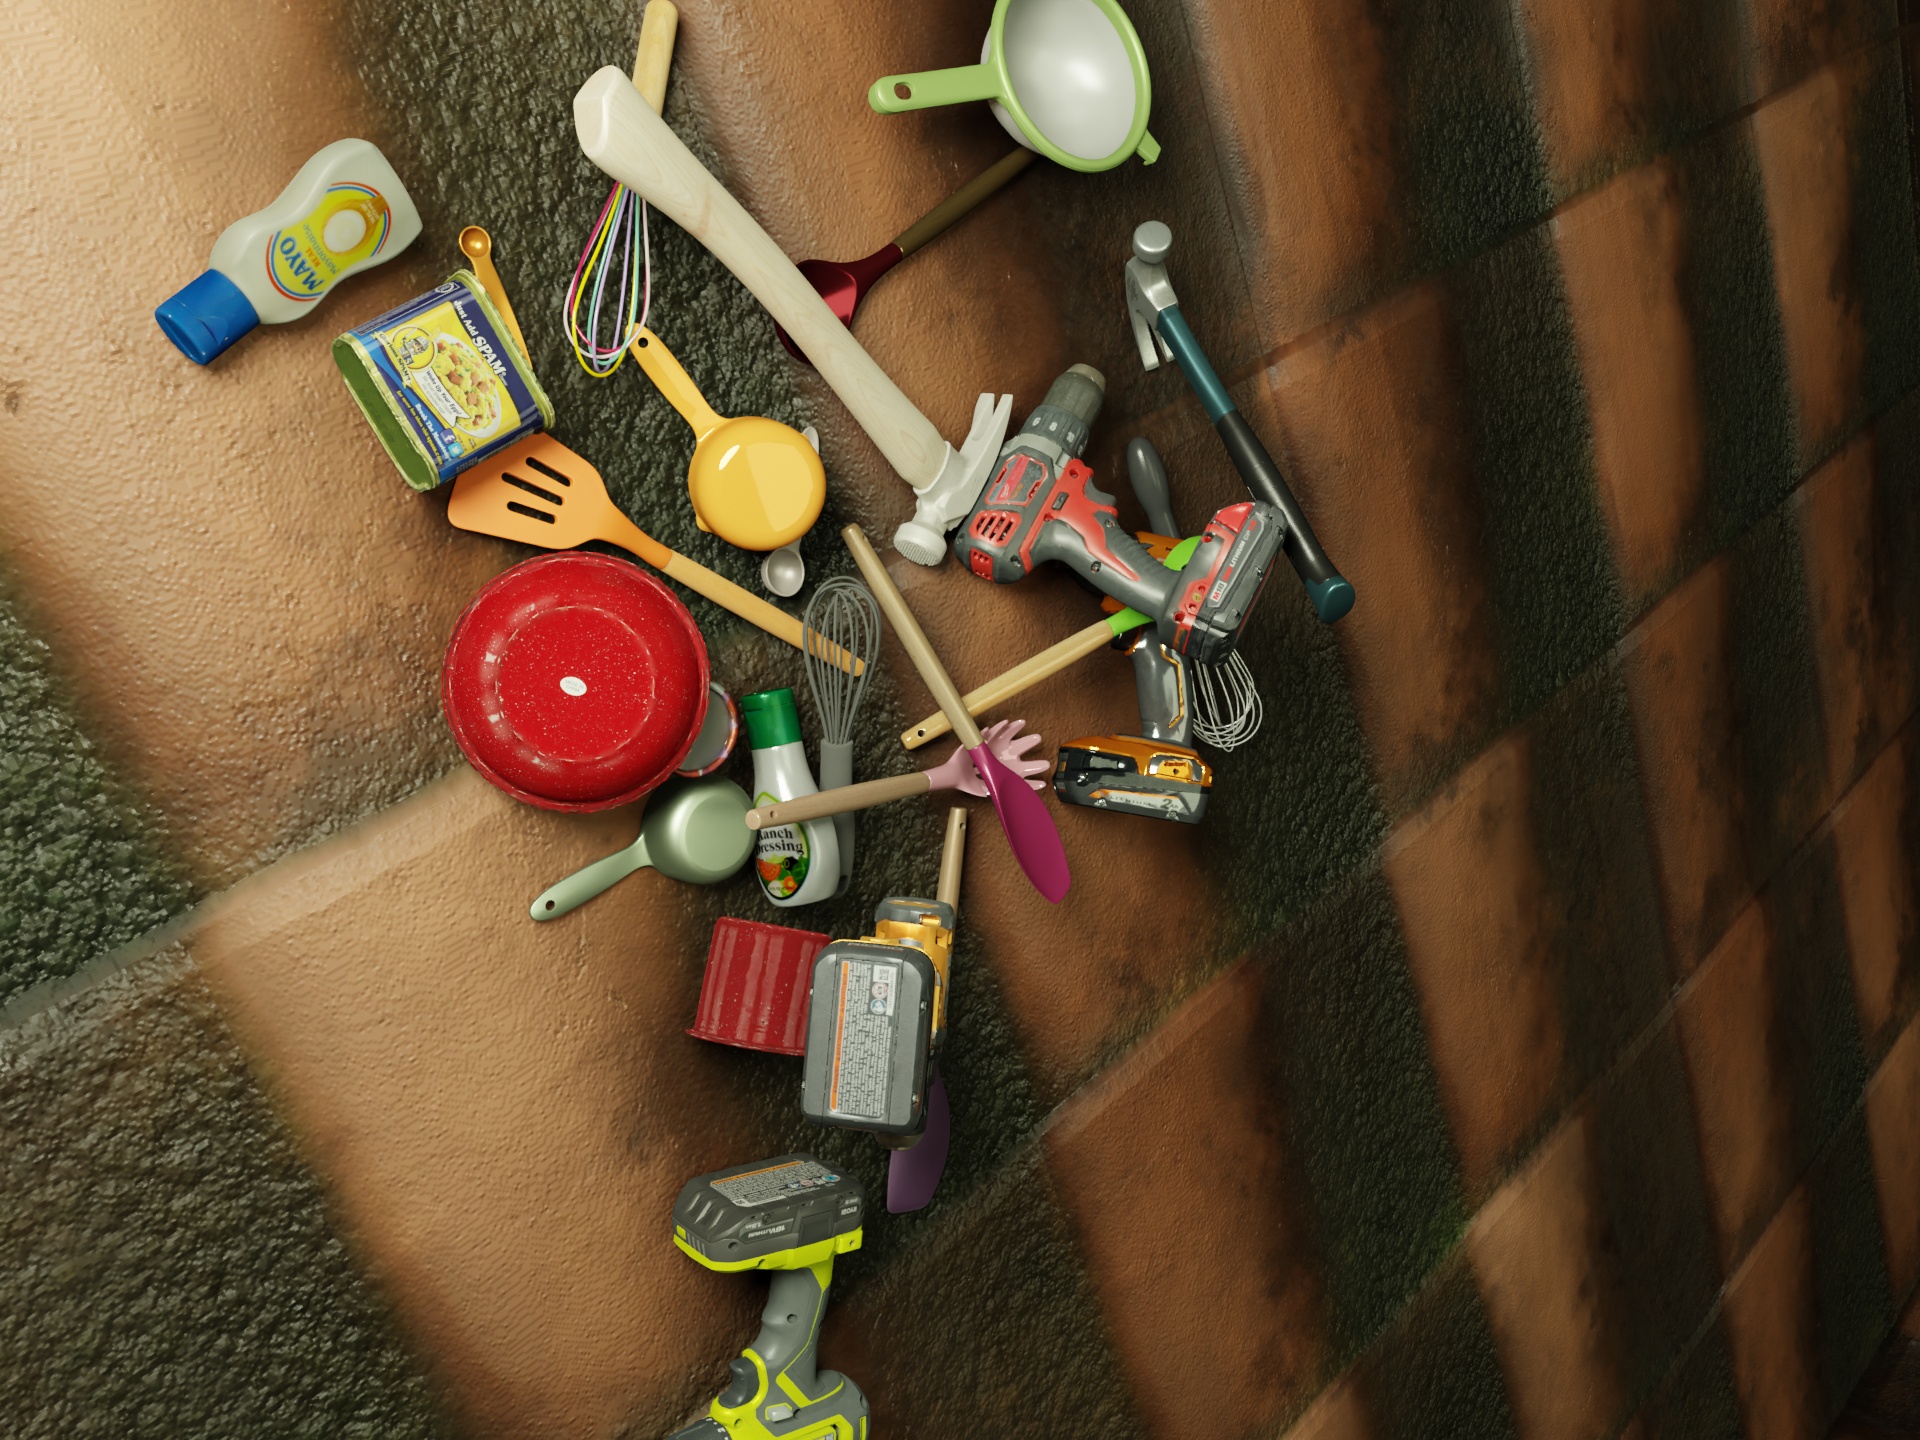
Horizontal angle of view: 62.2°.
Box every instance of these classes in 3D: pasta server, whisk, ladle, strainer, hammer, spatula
[{"bbox_3d":[-0.037,0.045,1.135,0.316,0.040,0.060,-10,80,-55],"label":"pasta server"},{"bbox_3d":[0.191,-0.105,1.350,0.070,0.070,0.284,-30,108,-34],"label":"whisk"},{"bbox_3d":[-0.030,-0.352,1.150,0.315,0.031,0.069,-45,128,-30],"label":"ladle"},{"bbox_3d":[0.026,-0.458,1.157,0.256,0.069,0.151,-23,100,-34],"label":"strainer"},{"bbox_3d":[0.214,-0.224,1.238,0.033,0.128,0.331,-25,75,-6],"label":"hammer"},{"bbox_3d":[-0.182,-0.097,1.054,0.322,0.041,0.081,30,74,-43],"label":"spatula"},{"bbox_3d":[-0.097,-0.272,1.048,0.410,0.038,0.146,43,67,-46],"label":"hammer"},{"bbox_3d":[-0.019,0.224,1.229,0.059,0.018,0.316,4,93,-42],"label":"spatula"},{"bbox_3d":[-0.085,0.016,1.120,0.055,0.055,0.239,-13,114,-39],"label":"whisk"},{"bbox_3d":[-0.207,-0.334,0.993,0.047,0.051,0.245,12,84,-35],"label":"whisk"}]

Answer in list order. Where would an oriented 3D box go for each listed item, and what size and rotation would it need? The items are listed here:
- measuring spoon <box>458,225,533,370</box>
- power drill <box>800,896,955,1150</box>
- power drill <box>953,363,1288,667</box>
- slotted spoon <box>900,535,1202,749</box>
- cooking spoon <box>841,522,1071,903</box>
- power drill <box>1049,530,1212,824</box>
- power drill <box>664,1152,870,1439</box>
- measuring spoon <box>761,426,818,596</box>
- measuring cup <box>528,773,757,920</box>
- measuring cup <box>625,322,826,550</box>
[{"bbox_3d":[-0.280,-0.240,0.964,0.021,0.011,0.116,-29,116,-34],"label":"measuring spoon"},{"bbox_3d":[-0.050,0.224,1.100,0.226,0.084,0.185,0,95,-83],"label":"power drill"},{"bbox_3d":[0.129,-0.159,1.200,0.188,0.227,0.080,-61,168,-16],"label":"power drill"},{"bbox_3d":[0.093,-0.056,1.218,0.314,0.031,0.070,-29,87,-11],"label":"slotted spoon"},{"bbox_3d":[-0.002,-0.004,1.167,0.318,0.017,0.069,60,33,-10],"label":"cooking spoon"},{"bbox_3d":[0.138,-0.039,1.278,0.164,0.084,0.226,10,87,-10],"label":"power drill"},{"bbox_3d":[-0.148,0.434,1.106,0.190,0.080,0.228,-1,98,-40],"label":"power drill"},{"bbox_3d":[-0.118,-0.146,1.109,0.034,0.018,0.124,21,74,-45],"label":"measuring spoon"},{"bbox_3d":[-0.204,0.091,1.043,0.167,0.038,0.083,-30,113,-37],"label":"measuring cup"},{"bbox_3d":[-0.156,-0.186,1.032,0.095,0.052,0.173,-40,113,-5],"label":"measuring cup"}]
